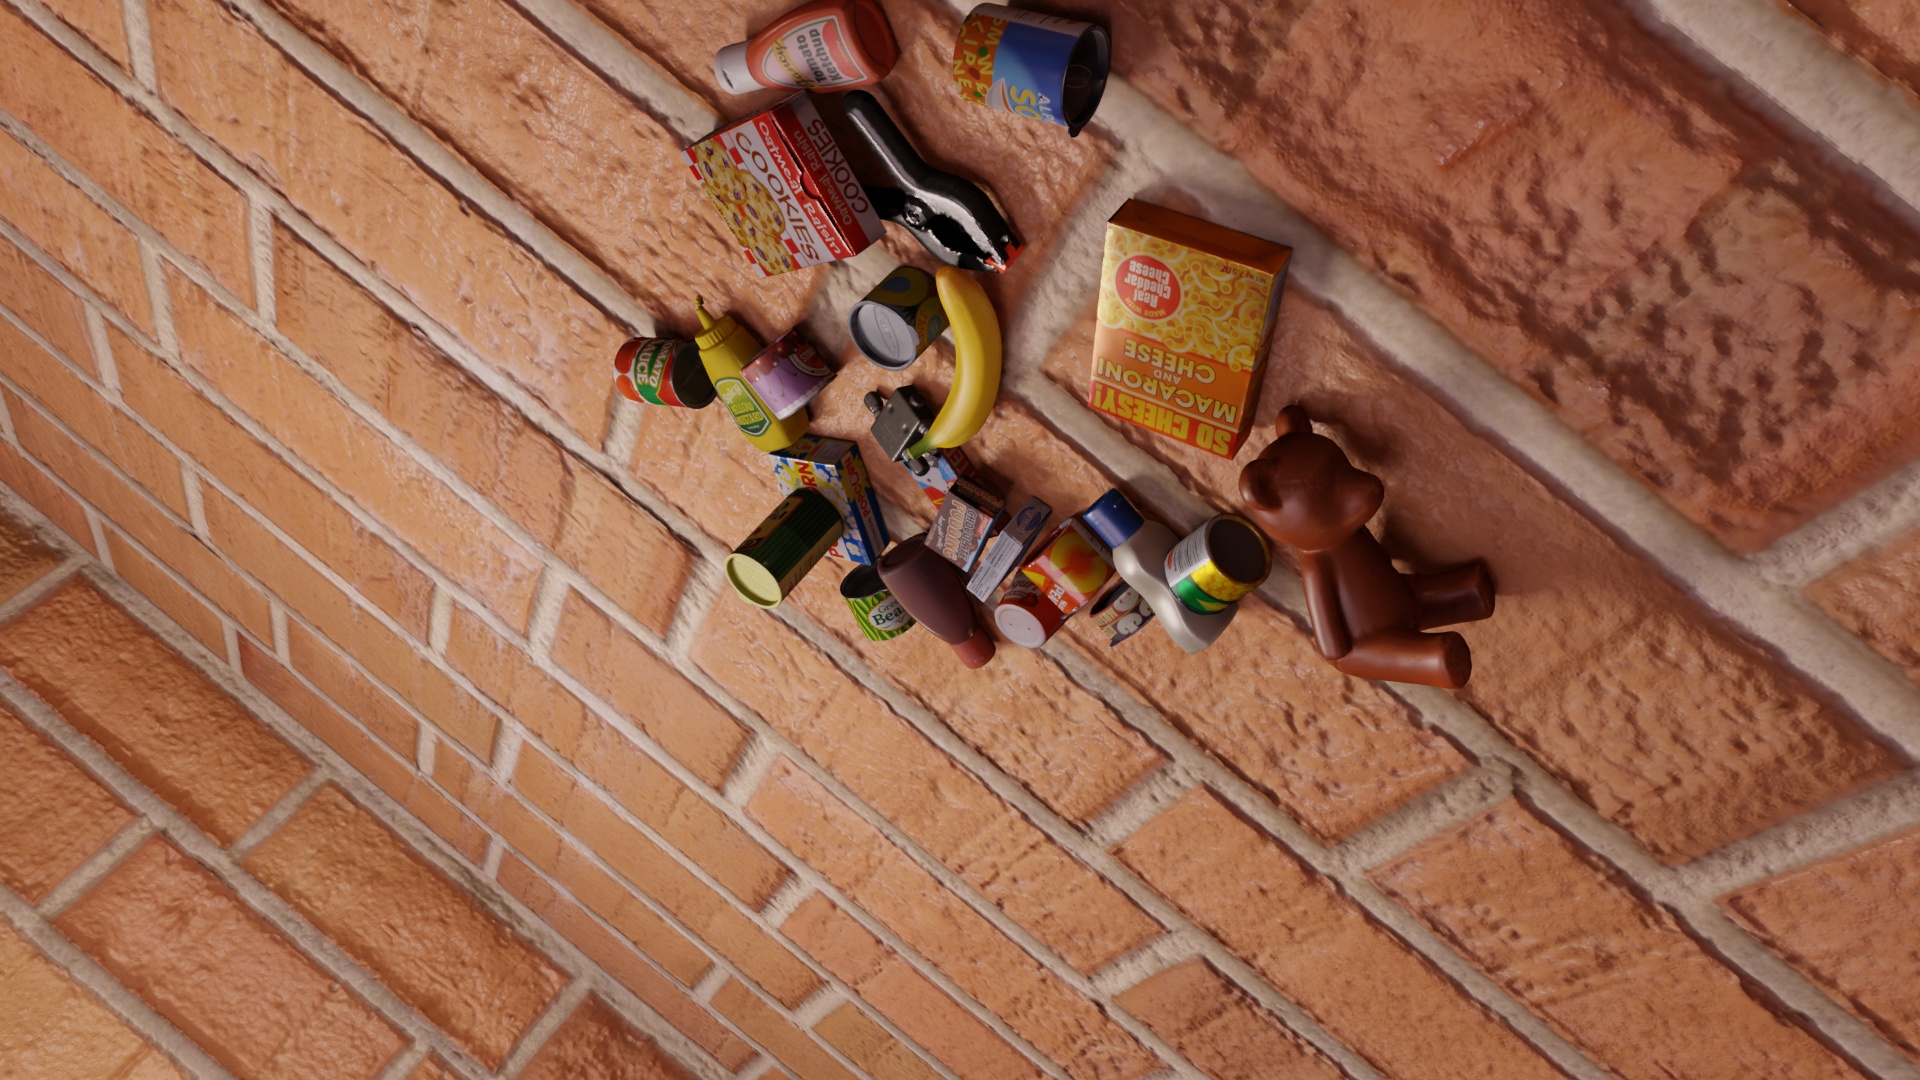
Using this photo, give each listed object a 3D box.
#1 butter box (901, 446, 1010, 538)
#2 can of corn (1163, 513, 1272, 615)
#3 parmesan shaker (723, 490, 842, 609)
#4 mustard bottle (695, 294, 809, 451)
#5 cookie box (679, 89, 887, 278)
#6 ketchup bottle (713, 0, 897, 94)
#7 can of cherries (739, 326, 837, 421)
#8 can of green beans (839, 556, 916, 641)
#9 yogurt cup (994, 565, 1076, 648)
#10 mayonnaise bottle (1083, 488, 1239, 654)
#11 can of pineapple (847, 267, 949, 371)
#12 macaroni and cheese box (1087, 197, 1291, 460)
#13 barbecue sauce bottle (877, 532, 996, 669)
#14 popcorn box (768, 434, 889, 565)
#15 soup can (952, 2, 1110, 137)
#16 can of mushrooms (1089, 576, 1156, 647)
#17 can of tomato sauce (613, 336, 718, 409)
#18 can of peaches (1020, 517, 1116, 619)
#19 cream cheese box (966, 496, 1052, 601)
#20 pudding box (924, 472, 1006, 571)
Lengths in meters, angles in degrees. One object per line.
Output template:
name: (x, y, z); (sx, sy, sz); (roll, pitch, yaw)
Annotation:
butter box: (-0.004, -0.045, 1.258); (0.053, 0.024, 0.103); (-16, 116, 48)
can of corn: (0.208, 0.020, 1.112); (0.071, 0.071, 0.058); (42, 142, -3)
parmesan shaker: (-0.168, 0.008, 1.318); (0.071, 0.103, 0.071); (22, 139, 21)
mustard bottle: (-0.205, -0.157, 1.292); (0.065, 0.049, 0.160); (-10, 121, 43)
cookie box: (-0.142, -0.275, 1.095); (0.167, 0.040, 0.122); (6, 133, 56)
ketchup bottle: (-0.119, -0.359, 1.022); (0.149, 0.044, 0.064); (3, 136, 39)
can of cherries: (-0.153, -0.151, 1.244); (0.058, 0.072, 0.071); (51, 141, -13)
can of green beans: (-0.079, 0.059, 1.390); (0.071, 0.071, 0.057); (1, 129, 39)
yogurt cup: (0.068, 0.062, 1.282); (0.072, 0.054, 0.072); (23, 140, 21)
mayonnaise bottle: (0.164, 0.022, 1.156); (0.148, 0.065, 0.041); (47, 146, -3)
can of pineapple: (-0.047, -0.180, 1.130); (0.071, 0.058, 0.070); (23, 140, 21)
macaroni and cheese box: (0.161, -0.150, 1.001); (0.124, 0.040, 0.165); (23, 139, 20)
barbecue sauce bottle: (-0.017, 0.064, 1.353); (0.148, 0.065, 0.044); (54, -176, -28)
popcorn box: (-0.127, -0.040, 1.355); (0.085, 0.038, 0.126); (11, 134, 33)
soup can: (0.046, -0.309, 0.912); (0.084, 0.072, 0.071); (21, 139, 23)
can of mushrooms: (0.144, 0.056, 1.198); (0.033, 0.071, 0.070); (47, 142, -6)
can of tomato sauce: (-0.283, -0.163, 1.337); (0.083, 0.071, 0.071); (8, 133, 35)
can of peaches: (0.093, 0.023, 1.207); (0.058, 0.071, 0.071); (45, 142, -6)
cream cheese box: (0.043, 0.009, 1.249); (0.024, 0.054, 0.103); (38, 142, 5)
pudding box: (0.004, -0.015, 1.233); (0.050, 0.030, 0.083); (33, 141, 6)
